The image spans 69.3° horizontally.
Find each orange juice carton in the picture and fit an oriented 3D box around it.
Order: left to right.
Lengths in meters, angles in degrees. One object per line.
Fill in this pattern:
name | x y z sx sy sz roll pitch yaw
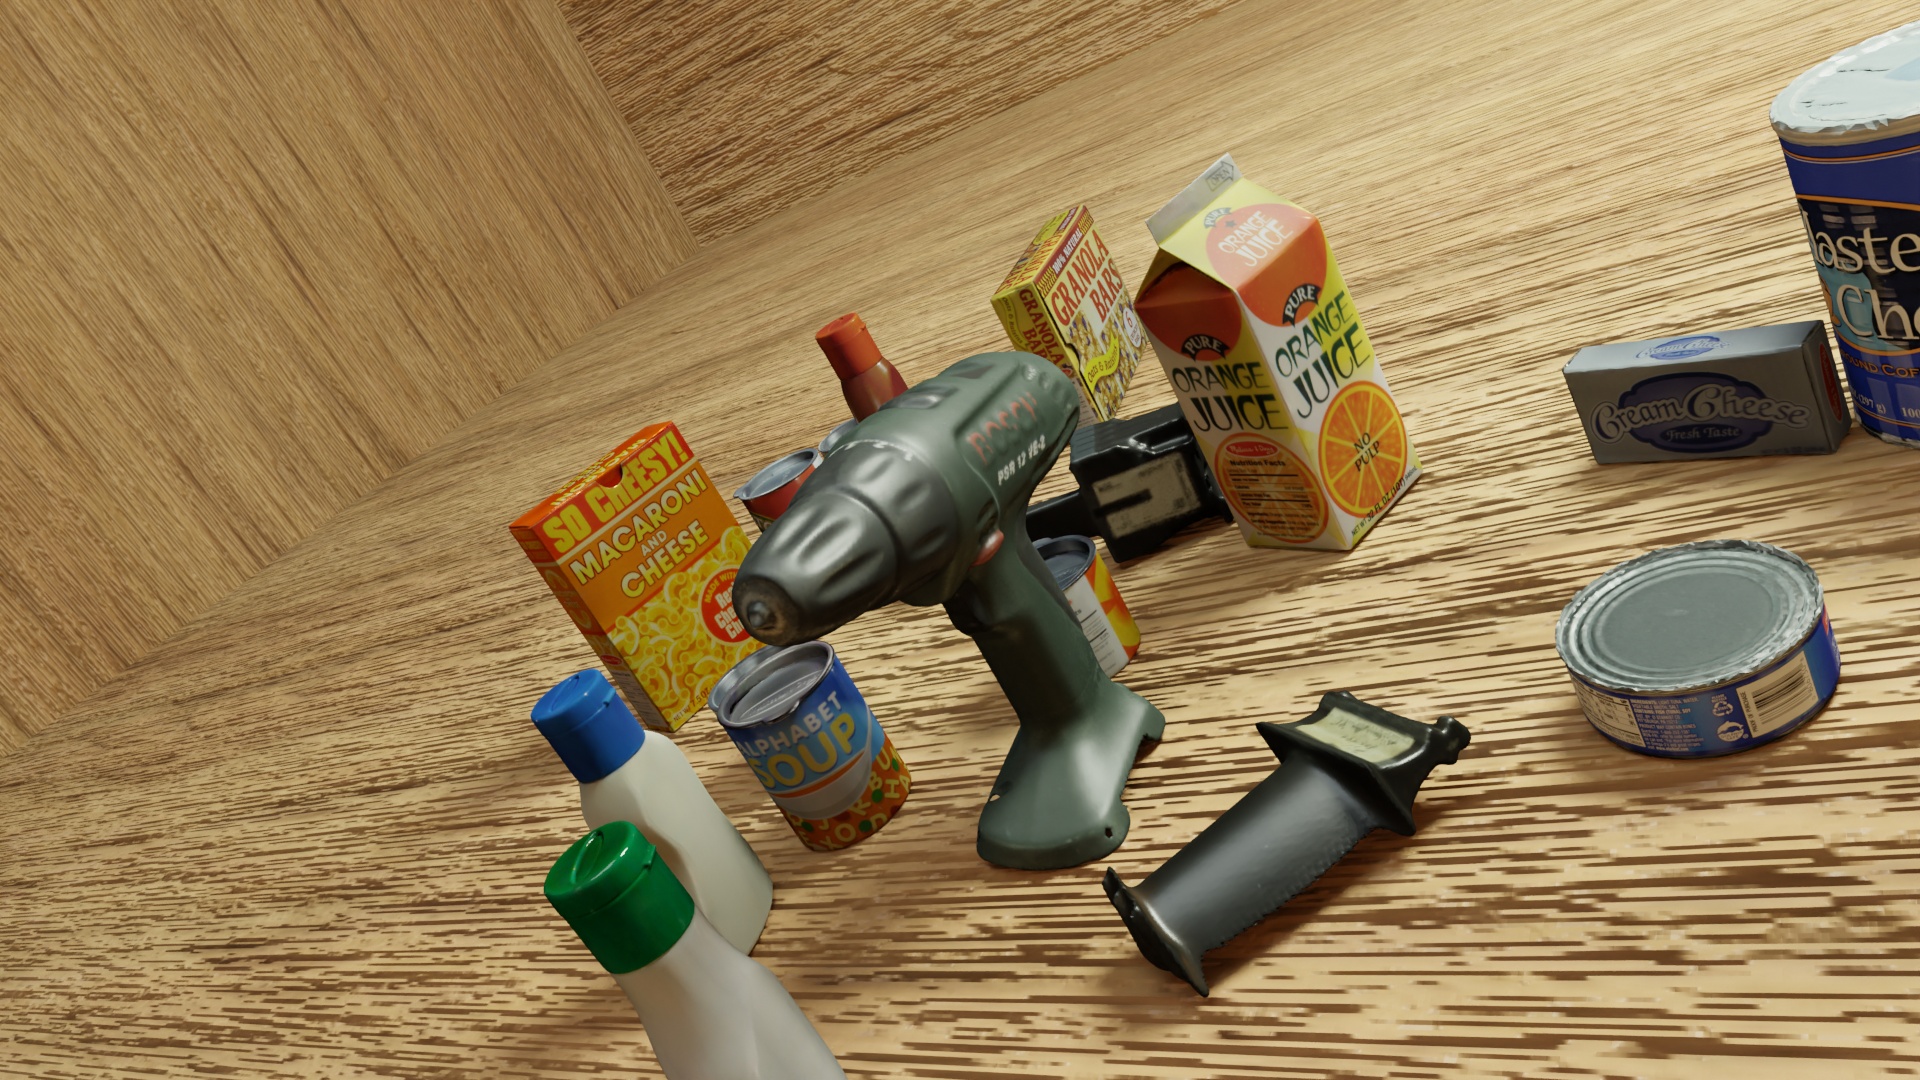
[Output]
orange juice carton | 0.153 -0.092 0.698 0.072 0.192 0.073 -41 23 -27

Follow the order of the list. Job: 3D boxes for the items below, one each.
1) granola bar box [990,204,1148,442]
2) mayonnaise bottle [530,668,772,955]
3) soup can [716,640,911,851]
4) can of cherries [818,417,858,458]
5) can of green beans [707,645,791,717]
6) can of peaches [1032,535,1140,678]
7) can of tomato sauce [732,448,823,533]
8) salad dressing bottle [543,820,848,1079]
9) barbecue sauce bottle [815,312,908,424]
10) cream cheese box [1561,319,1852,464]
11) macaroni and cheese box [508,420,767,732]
granola bar box | 0.087 -0.166 1.043 0.039 0.124 0.166 -18 24 28
mayonnaise bottle | -0.141 0.127 0.638 0.041 0.147 0.065 -23 22 18
soup can | -0.072 0.104 0.691 0.071 0.083 0.071 -25 21 11
can of cherries | -0.071 -0.066 1.110 0.071 0.058 0.072 -25 21 11
can of green beans | -0.098 0.096 0.778 0.071 0.057 0.071 -25 21 11
can of peaches | 0.052 0.038 0.718 0.071 0.058 0.071 -25 21 11
can of tomato sauce | -0.115 -0.014 1.015 0.071 0.083 0.071 -25 21 11
salad dressing bottle | -0.090 0.164 0.489 0.044 0.147 0.064 -26 21 11
barbecue sauce bottle | -0.056 -0.098 1.039 0.043 0.148 0.065 -22 22 20
cream cheese box | 0.323 -0.063 0.607 0.024 0.053 0.103 -42 24 -30
macaroni and cheese box | -0.198 0.023 0.921 0.040 0.166 0.124 -3 33 50
